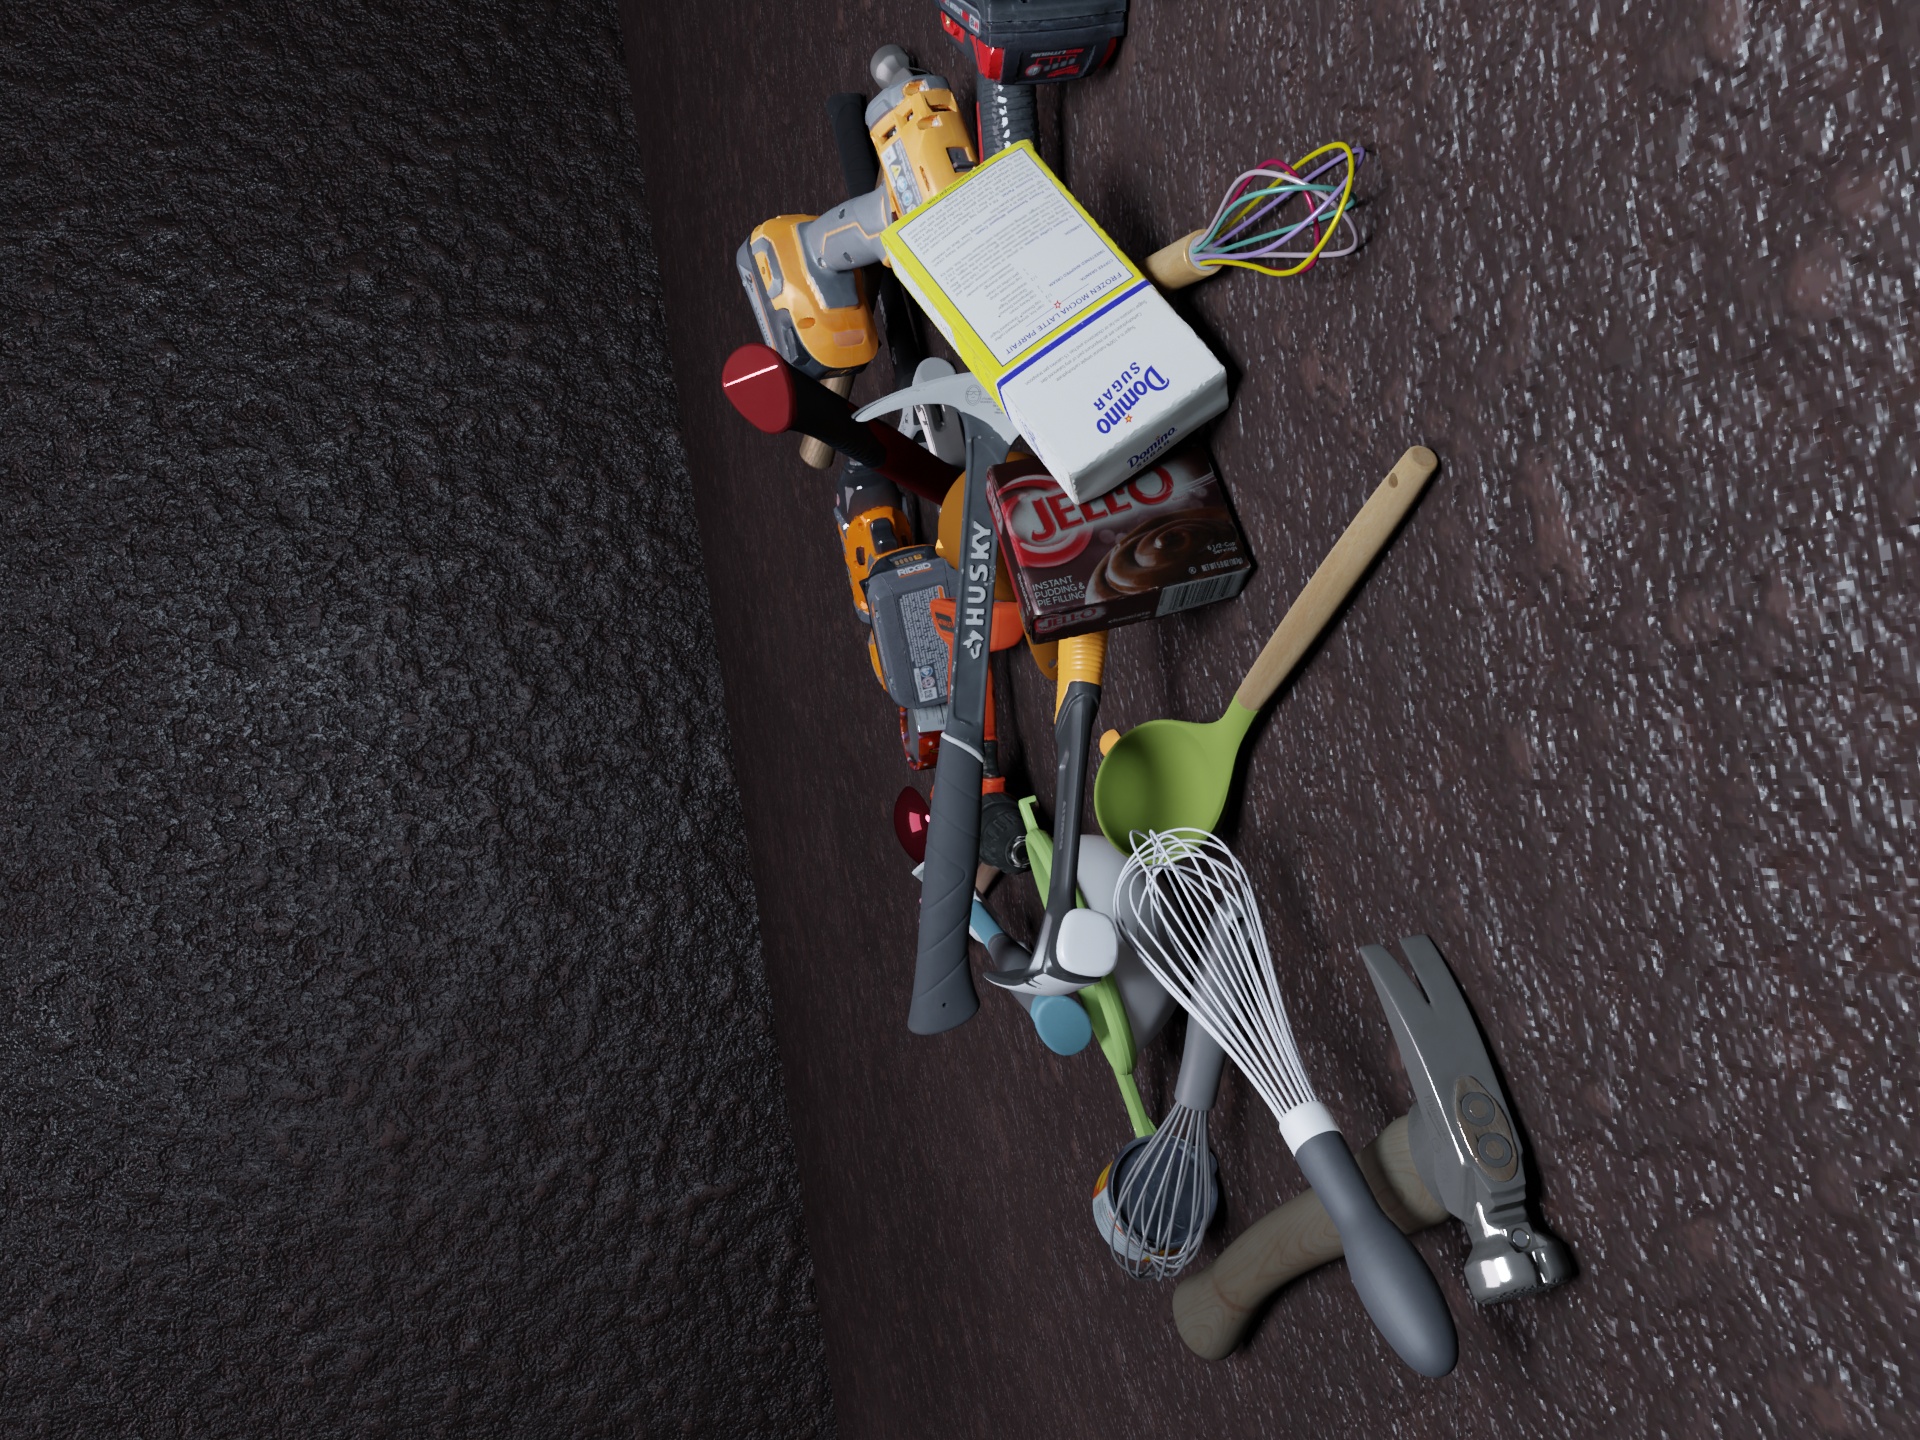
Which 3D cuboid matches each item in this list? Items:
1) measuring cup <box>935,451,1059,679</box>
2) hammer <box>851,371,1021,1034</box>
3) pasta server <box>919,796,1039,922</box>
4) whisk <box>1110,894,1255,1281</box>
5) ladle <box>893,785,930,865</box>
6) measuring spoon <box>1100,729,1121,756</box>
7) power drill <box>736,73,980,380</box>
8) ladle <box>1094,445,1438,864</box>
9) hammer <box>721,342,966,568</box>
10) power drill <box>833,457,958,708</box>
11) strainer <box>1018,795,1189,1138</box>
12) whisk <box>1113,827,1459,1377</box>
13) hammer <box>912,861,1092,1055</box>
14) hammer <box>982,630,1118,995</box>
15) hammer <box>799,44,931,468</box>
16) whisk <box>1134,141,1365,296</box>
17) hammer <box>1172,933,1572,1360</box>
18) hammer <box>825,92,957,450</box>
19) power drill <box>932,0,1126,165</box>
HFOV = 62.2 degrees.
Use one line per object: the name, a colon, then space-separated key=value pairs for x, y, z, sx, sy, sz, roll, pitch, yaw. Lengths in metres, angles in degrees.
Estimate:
measuring cup: x=0.048 y=-0.085 z=1.009 sx=0.052 sy=0.095 sz=0.173 roll=47 pitch=163 yaw=53
hammer: x=-0.002 y=-0.003 z=0.950 sx=0.036 sy=0.149 sz=0.409 roll=-128 pitch=41 yaw=-71
pasta server: x=0.014 y=0.127 z=1.305 sx=0.316 sy=0.040 sz=0.060 roll=116 pitch=149 yaw=-63
whisk: x=0.125 y=0.205 z=0.867 sx=0.055 sy=0.055 sz=0.239 roll=-132 pitch=49 yaw=-64
ladle: x=-0.031 y=0.112 z=1.358 sx=0.315 sy=0.031 sz=0.069 roll=82 pitch=166 yaw=-77
measuring spoon: x=0.107 y=0.022 z=0.950 sx=0.117 sy=0.011 sz=0.021 roll=-155 pitch=58 yaw=-72
power drill: x=-0.053 y=-0.312 z=1.117 sx=0.226 sy=0.084 sz=0.185 roll=-22 pitch=88 yaw=51
ladle: x=0.134 y=-0.022 z=0.743 sx=0.320 sy=0.062 sz=0.078 roll=113 pitch=143 yaw=-58
hammer: x=-0.058 y=-0.191 z=1.019 sx=0.386 sy=0.038 sz=0.143 roll=8 pitch=-113 yaw=-73
power drill: x=-0.053 y=-0.125 z=1.300 sx=0.227 sy=0.084 sz=0.164 roll=-118 pitch=15 yaw=-58
strainer: x=0.109 y=0.165 z=0.955 sx=0.152 sy=0.069 sz=0.256 roll=-116 pitch=5 yaw=-55
whisk: x=0.140 y=0.154 z=0.701 sx=0.070 sy=0.070 sz=0.285 roll=96 pitch=157 yaw=-43
hammer: x=0.034 y=0.161 z=1.083 sx=0.128 sy=0.033 sz=0.331 roll=51 pitch=176 yaw=-11
hammer: x=0.062 y=-0.024 z=0.841 sx=0.127 sy=0.034 sz=0.337 roll=134 pitch=145 yaw=-68
hammer: x=-0.074 y=-0.341 z=1.245 sx=0.130 sy=0.031 sz=0.331 roll=63 pitch=144 yaw=41
whisk: x=0.117 y=-0.213 z=0.722 sx=0.245 sy=0.051 sz=0.047 roll=-155 pitch=51 yaw=-76
hammer: x=0.171 y=0.248 z=0.798 sx=0.410 sy=0.038 sz=0.146 roll=107 pitch=152 yaw=-59
hammer: x=-0.066 y=-0.377 z=1.318 sx=0.146 sy=0.035 sz=0.335 roll=121 pitch=138 yaw=-66
power drill: x=0.037 y=-0.311 z=0.903 sx=0.143 sy=0.078 sz=0.219 roll=-117 pitch=21 yaw=-50
